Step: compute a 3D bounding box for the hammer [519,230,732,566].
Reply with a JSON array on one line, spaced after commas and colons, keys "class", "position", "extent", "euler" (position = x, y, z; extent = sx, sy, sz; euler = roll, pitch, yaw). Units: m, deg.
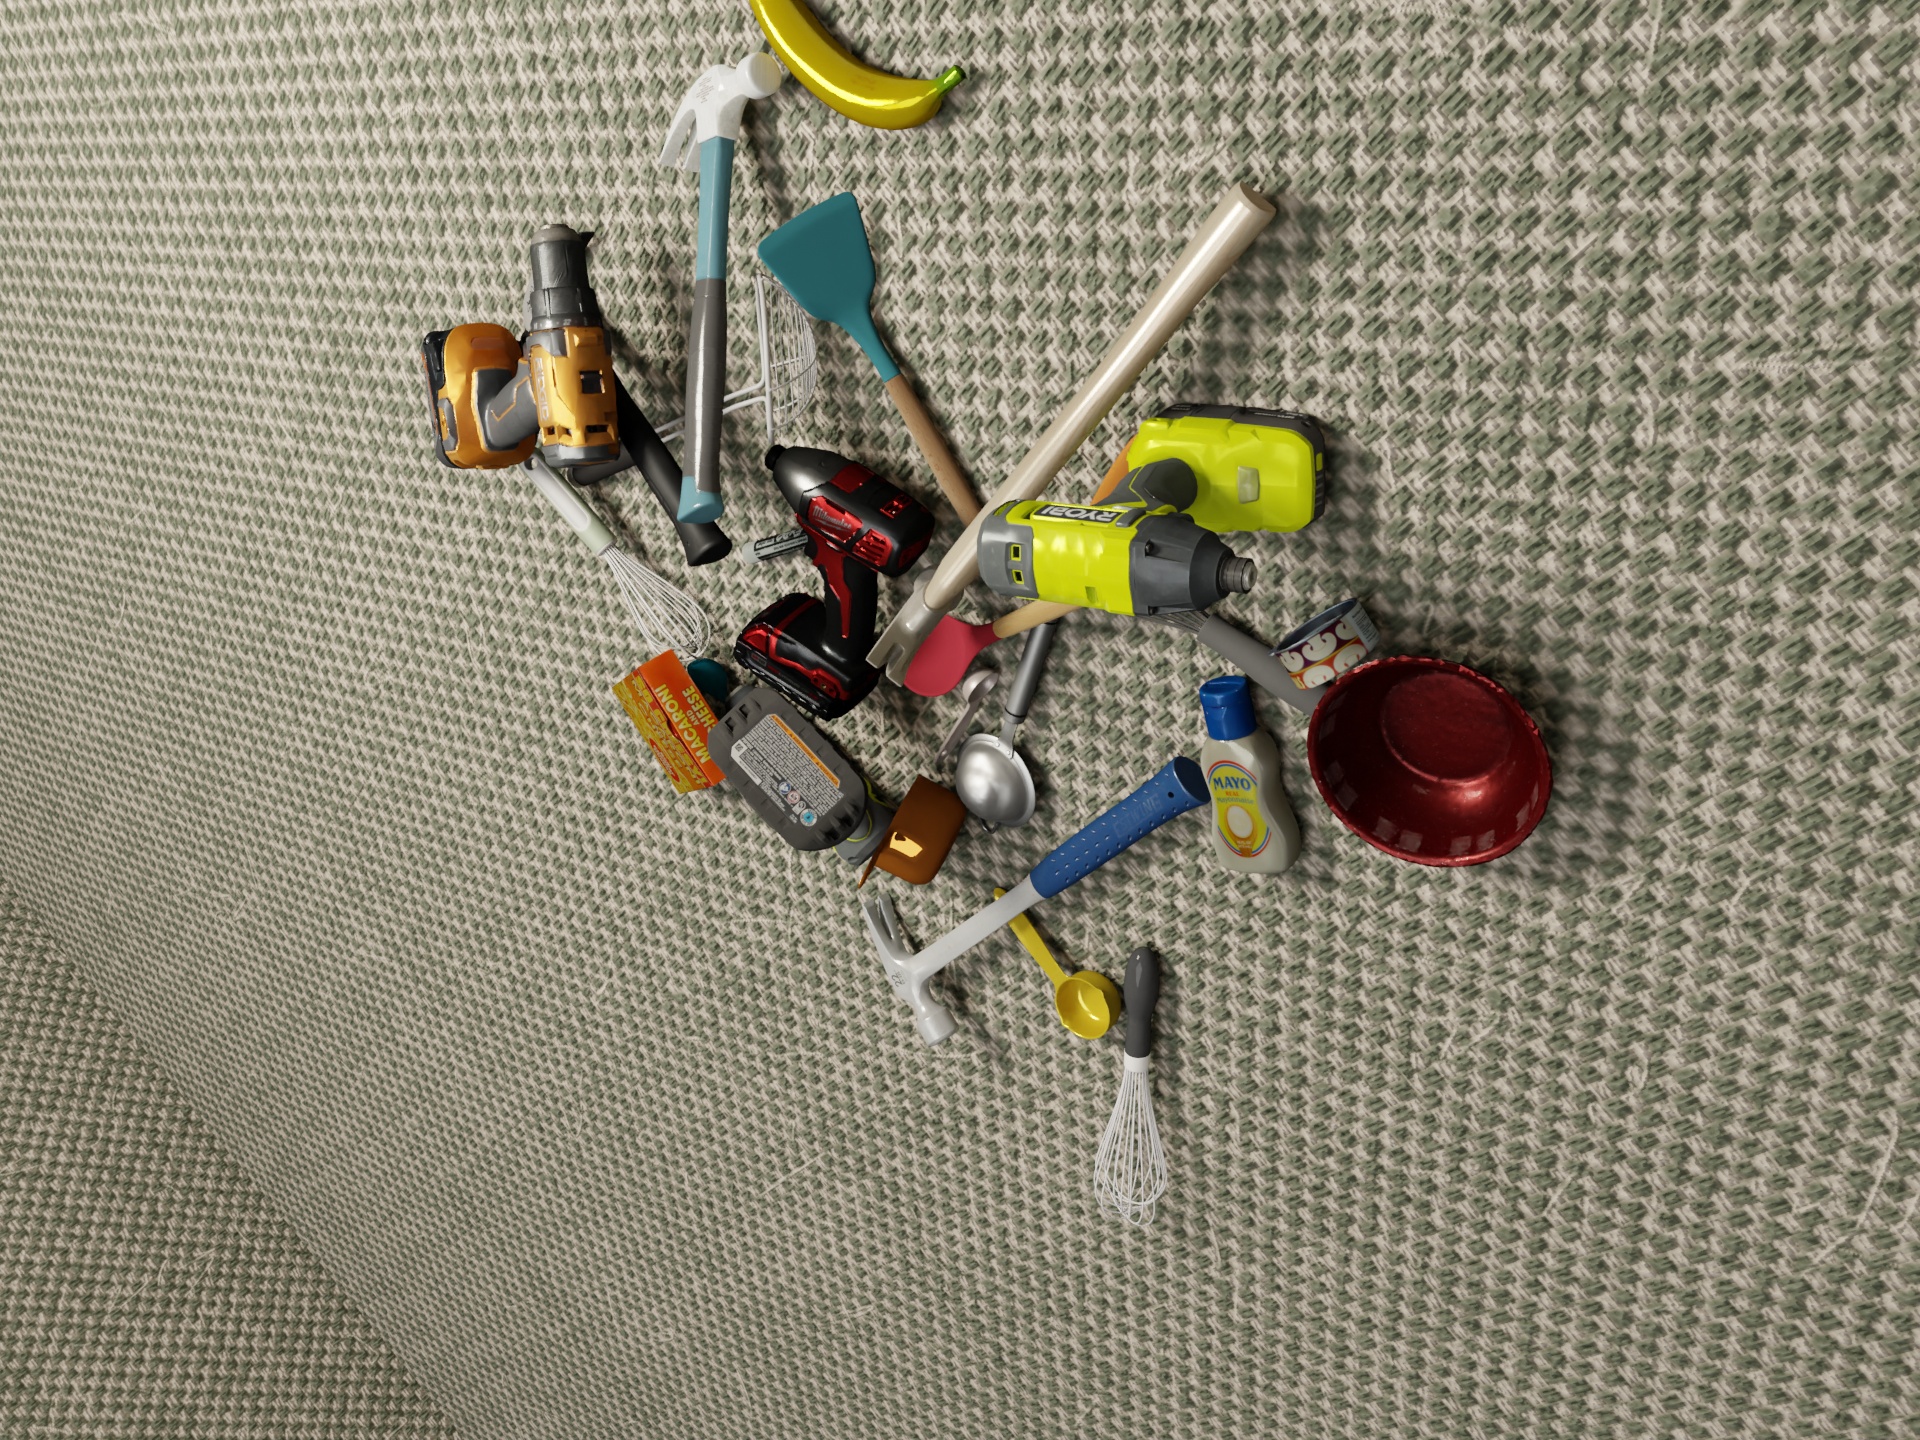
[{"class": "hammer", "position": [-0.272, -0.253, 1.293], "extent": [0.335, 0.035, 0.146], "euler": [55, 139, 25]}]

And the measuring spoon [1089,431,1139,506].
[{"class": "measuring spoon", "position": [0.108, -0.166, 1.151], "extent": [0.021, 0.011, 0.117], "euler": [43, 132, 9]}]

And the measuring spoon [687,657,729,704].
[{"class": "measuring spoon", "position": [-0.197, -0.013, 1.457], "extent": [0.128, 0.042, 0.021], "euler": [43, 108, -2]}]

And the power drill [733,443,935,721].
[{"class": "power drill", "position": [-0.109, -0.116, 1.275], "extent": [0.143, 0.078, 0.219], "euler": [33, 137, 12]}]

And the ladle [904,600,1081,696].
[{"class": "ladle", "position": [0.043, -0.076, 1.197], "extent": [0.315, 0.031, 0.069], "euler": [-19, 84, 55]}]

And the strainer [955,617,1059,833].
[{"class": "strainer", "position": [0.039, 0.001, 1.282], "extent": [0.087, 0.050, 0.258], "euler": [36, 128, 26]}]

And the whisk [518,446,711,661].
[{"class": "whisk", "position": [-0.314, -0.150, 1.433], "extent": [0.058, 0.059, 0.246], "euler": [-40, 94, 10]}]

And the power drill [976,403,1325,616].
[{"class": "power drill", "position": [0.139, -0.130, 1.005], "extent": [0.171, 0.223, 0.080], "euler": [11, 121, 32]}]

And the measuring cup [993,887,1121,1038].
[{"class": "measuring cup", "position": [0.083, 0.205, 1.382], "extent": [0.157, 0.029, 0.062], "euler": [53, 132, 15]}]

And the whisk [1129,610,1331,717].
[{"class": "whisk", "position": [0.175, -0.064, 1.139], "extent": [0.239, 0.055, 0.055], "euler": [34, 131, 11]}]

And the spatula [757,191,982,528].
[{"class": "spatula", "position": [-0.038, -0.234, 1.196], "extent": [0.317, 0.082, 0.044], "euler": [59, 176, -11]}]

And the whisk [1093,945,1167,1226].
[{"class": "whisk", "position": [0.150, 0.317, 1.373], "extent": [0.070, 0.070, 0.284], "euler": [14, 117, 30]}]

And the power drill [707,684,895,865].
[{"class": "power drill", "position": [-0.140, 0.037, 1.338], "extent": [0.080, 0.228, 0.190], "euler": [-43, 85, -2]}]

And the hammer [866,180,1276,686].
[{"class": "hammer", "position": [0.067, -0.187, 1.081], "extent": [0.038, 0.146, 0.410], "euler": [37, 124, -6]}]

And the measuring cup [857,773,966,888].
[{"class": "measuring cup", "position": [-0.040, 0.109, 1.314], "extent": [0.052, 0.174, 0.095], "euler": [26, 112, 3]}]

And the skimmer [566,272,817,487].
[{"class": "skimmer", "position": [-0.240, -0.254, 1.306], "extent": [0.363, 0.090, 0.127], "euler": [-13, 79, 42]}]

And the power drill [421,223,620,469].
[{"class": "power drill", "position": [-0.359, -0.295, 1.301], "extent": [0.226, 0.084, 0.185], "euler": [5, 103, 48]}]

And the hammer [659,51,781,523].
[{"class": "hammer", "position": [-0.186, -0.313, 1.181], "extent": [0.128, 0.033, 0.331], "euler": [9, 97, 52]}]

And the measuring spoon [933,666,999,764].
[{"class": "measuring spoon", "position": [-0.002, -0.004, 1.317], "extent": [0.018, 0.034, 0.124], "euler": [48, 138, 17]}]

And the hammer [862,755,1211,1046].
[{"class": "hammer", "position": [0.056, 0.138, 1.339], "extent": [0.405, 0.035, 0.144], "euler": [-41, 76, 41]}]
